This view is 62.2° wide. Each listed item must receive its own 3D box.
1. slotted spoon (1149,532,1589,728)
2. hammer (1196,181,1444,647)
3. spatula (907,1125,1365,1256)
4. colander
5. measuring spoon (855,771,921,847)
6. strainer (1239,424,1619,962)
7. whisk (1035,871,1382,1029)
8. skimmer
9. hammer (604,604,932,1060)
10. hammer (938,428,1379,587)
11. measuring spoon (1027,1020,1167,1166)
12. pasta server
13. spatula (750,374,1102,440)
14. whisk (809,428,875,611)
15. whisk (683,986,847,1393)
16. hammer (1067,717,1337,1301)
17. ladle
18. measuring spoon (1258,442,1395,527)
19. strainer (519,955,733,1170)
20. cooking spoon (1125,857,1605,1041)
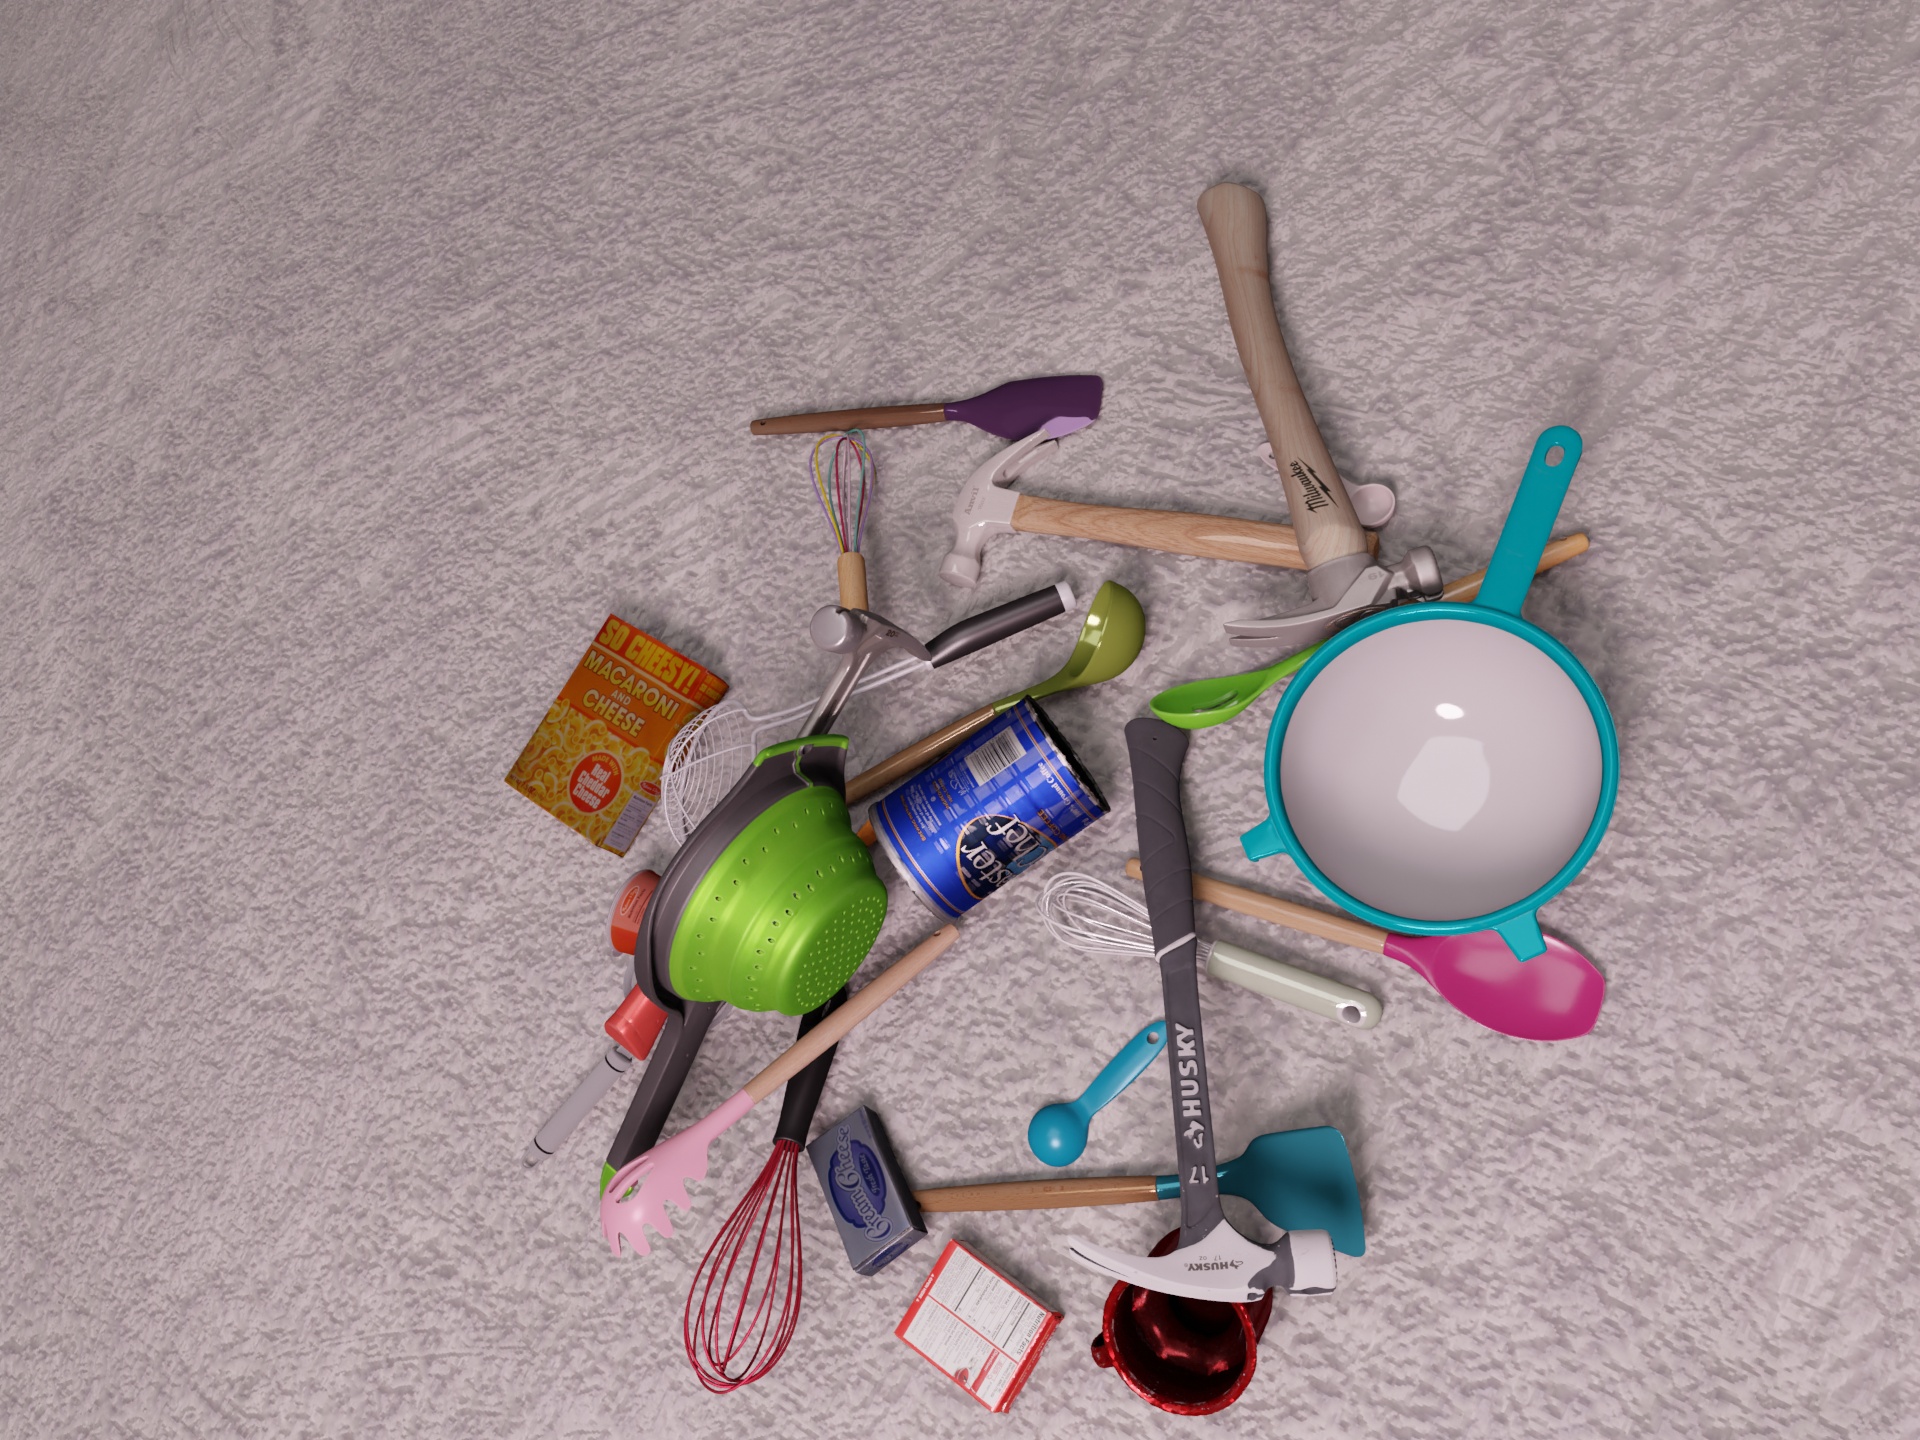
[{"bbox_3d":[0.281,-0.060,1.100,0.314,0.070,0.031,-24,107,9],"label":"slotted spoon"},{"bbox_3d":[0.224,-0.239,1.171,0.146,0.038,0.411,-16,59,12],"label":"hammer"},{"bbox_3d":[0.101,0.308,1.033,0.317,0.044,0.082,-10,94,22],"label":"spatula"},{"bbox_3d":[-0.150,0.202,1.106,0.094,0.204,0.397,33,109,22],"label":"colander"},{"bbox_3d":[-0.058,0.078,1.211,0.117,0.011,0.021,-44,57,-1],"label":"measuring spoon"},{"bbox_3d":[0.332,-0.021,1.024,0.211,0.095,0.340,20,82,26],"label":"strainer"},{"bbox_3d":[0.162,0.156,1.067,0.246,0.059,0.057,18,115,24],"label":"whisk"},{"bbox_3d":[-0.073,-0.007,1.232,0.363,0.090,0.127,-24,49,3],"label":"skimmer"},{"bbox_3d":[-0.145,0.082,1.134,0.037,0.149,0.359,33,96,20],"label":"hammer"},{"bbox_3d":[0.147,-0.146,1.194,0.331,0.031,0.130,10,75,26],"label":"hammer"},{"bbox_3d":[0.093,0.248,1.071,0.128,0.021,0.042,-46,60,3],"label":"measuring spoon"},{"bbox_3d":[-0.121,0.247,1.100,0.316,0.040,0.060,-38,38,-17],"label":"pasta server"},{"bbox_3d":[-0.035,-0.252,1.320,0.316,0.018,0.060,1,69,23],"label":"spatula"},{"bbox_3d":[-0.084,-0.143,1.262,0.051,0.047,0.245,-28,49,25],"label":"whisk"},{"bbox_3d":[-0.122,0.310,1.090,0.073,0.073,0.296,-3,50,22],"label":"whisk"},{"bbox_3d":[0.134,0.164,1.015,0.149,0.036,0.409,-4,51,4],"label":"hammer"},{"bbox_3d":[-0.002,-0.004,1.191,0.320,0.062,0.078,-29,22,15],"label":"ladle"},{"bbox_3d":[0.267,-0.173,1.165,0.034,0.018,0.124,-49,53,-4],"label":"measuring spoon"},{"bbox_3d":[-0.252,0.251,1.199,0.258,0.086,0.050,-49,18,11],"label":"strainer"},{"bbox_3d":[0.255,0.139,1.046,0.319,0.017,0.069,15,78,27],"label":"cooking spoon"}]
